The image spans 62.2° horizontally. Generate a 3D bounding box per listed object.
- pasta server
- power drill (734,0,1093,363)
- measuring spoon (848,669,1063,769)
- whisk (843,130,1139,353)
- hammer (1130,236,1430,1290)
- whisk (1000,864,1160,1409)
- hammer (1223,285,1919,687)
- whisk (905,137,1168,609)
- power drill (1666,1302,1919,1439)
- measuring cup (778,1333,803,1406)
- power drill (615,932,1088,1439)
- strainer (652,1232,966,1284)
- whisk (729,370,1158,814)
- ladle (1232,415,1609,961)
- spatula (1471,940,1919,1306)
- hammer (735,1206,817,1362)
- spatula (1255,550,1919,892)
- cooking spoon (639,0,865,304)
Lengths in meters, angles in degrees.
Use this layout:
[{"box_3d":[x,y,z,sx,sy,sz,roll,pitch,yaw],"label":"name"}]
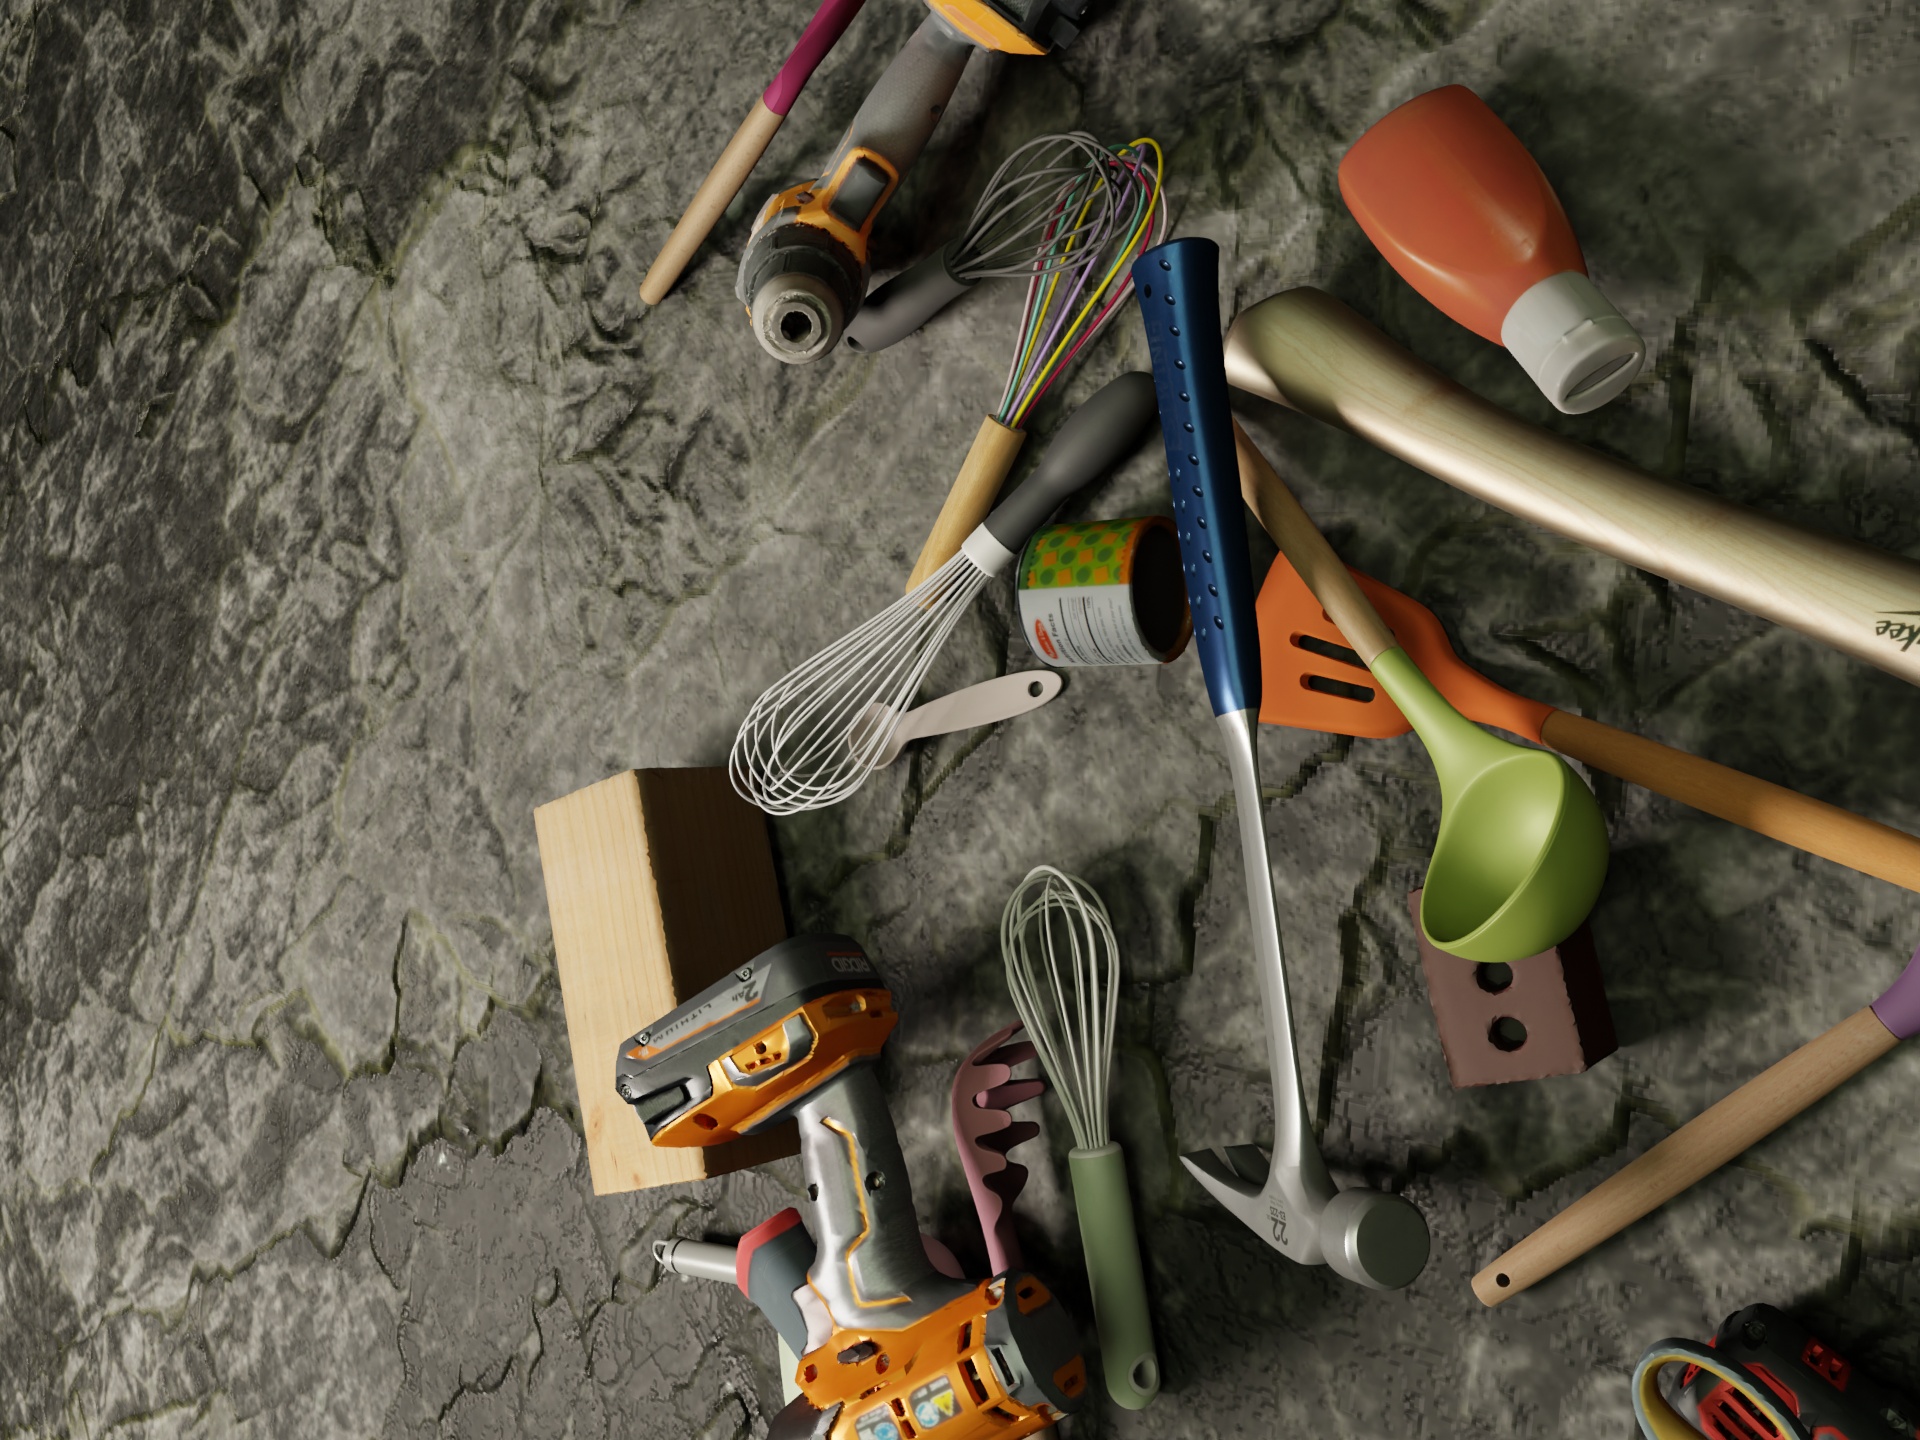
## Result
[{"box_3d":[0.038,0.298,0.733,0.040,0.060,0.316,-11,88,18],"label":"pasta server"},{"box_3d":[-0.030,-0.271,0.733,0.226,0.084,0.185,-52,19,22],"label":"power drill"},{"box_3d":[-0.001,-0.003,0.794,0.124,0.018,0.034,-16,76,27],"label":"measuring spoon"},{"box_3d":[0.003,-0.210,0.736,0.239,0.055,0.055,-9,82,61],"label":"whisk"},{"box_3d":[0.110,0.009,0.644,0.144,0.035,0.405,154,110,-72],"label":"hammer"},{"box_3d":[0.059,0.188,0.724,0.059,0.057,0.246,-16,82,58],"label":"whisk"},{"box_3d":[0.261,-0.061,0.584,0.411,0.038,0.146,33,102,34],"label":"hammer"},{"box_3d":[0.032,-0.160,0.756,0.047,0.051,0.245,37,112,25],"label":"whisk"},{"box_3d":[0.284,0.340,0.537,0.188,0.080,0.226,41,108,30],"label":"power drill"},{"box_3d":[-0.068,0.371,0.819,0.083,0.038,0.168,-30,54,29],"label":"measuring cup"},{"box_3d":[-0.064,0.227,0.702,0.164,0.084,0.227,-34,71,14],"label":"power drill"},{"box_3d":[-0.073,0.284,0.814,0.258,0.050,0.087,-7,104,39],"label":"strainer"},{"box_3d":[-0.009,-0.059,0.760,0.284,0.070,0.070,-46,63,14],"label":"whisk"},{"box_3d":[0.146,-0.044,0.626,0.078,0.062,0.320,-56,45,35],"label":"ladle"},{"box_3d":[0.304,0.120,0.564,0.316,0.018,0.060,-47,62,24],"label":"spatula"},{"box_3d":[0.016,0.393,0.716,0.143,0.038,0.386,-39,75,28],"label":"hammer"},{"box_3d":[0.231,0.010,0.580,0.323,0.041,0.081,29,105,50],"label":"spatula"},{"box_3d":[-0.102,-0.296,0.802,0.319,0.017,0.069,-30,32,54],"label":"cooking spoon"}]
